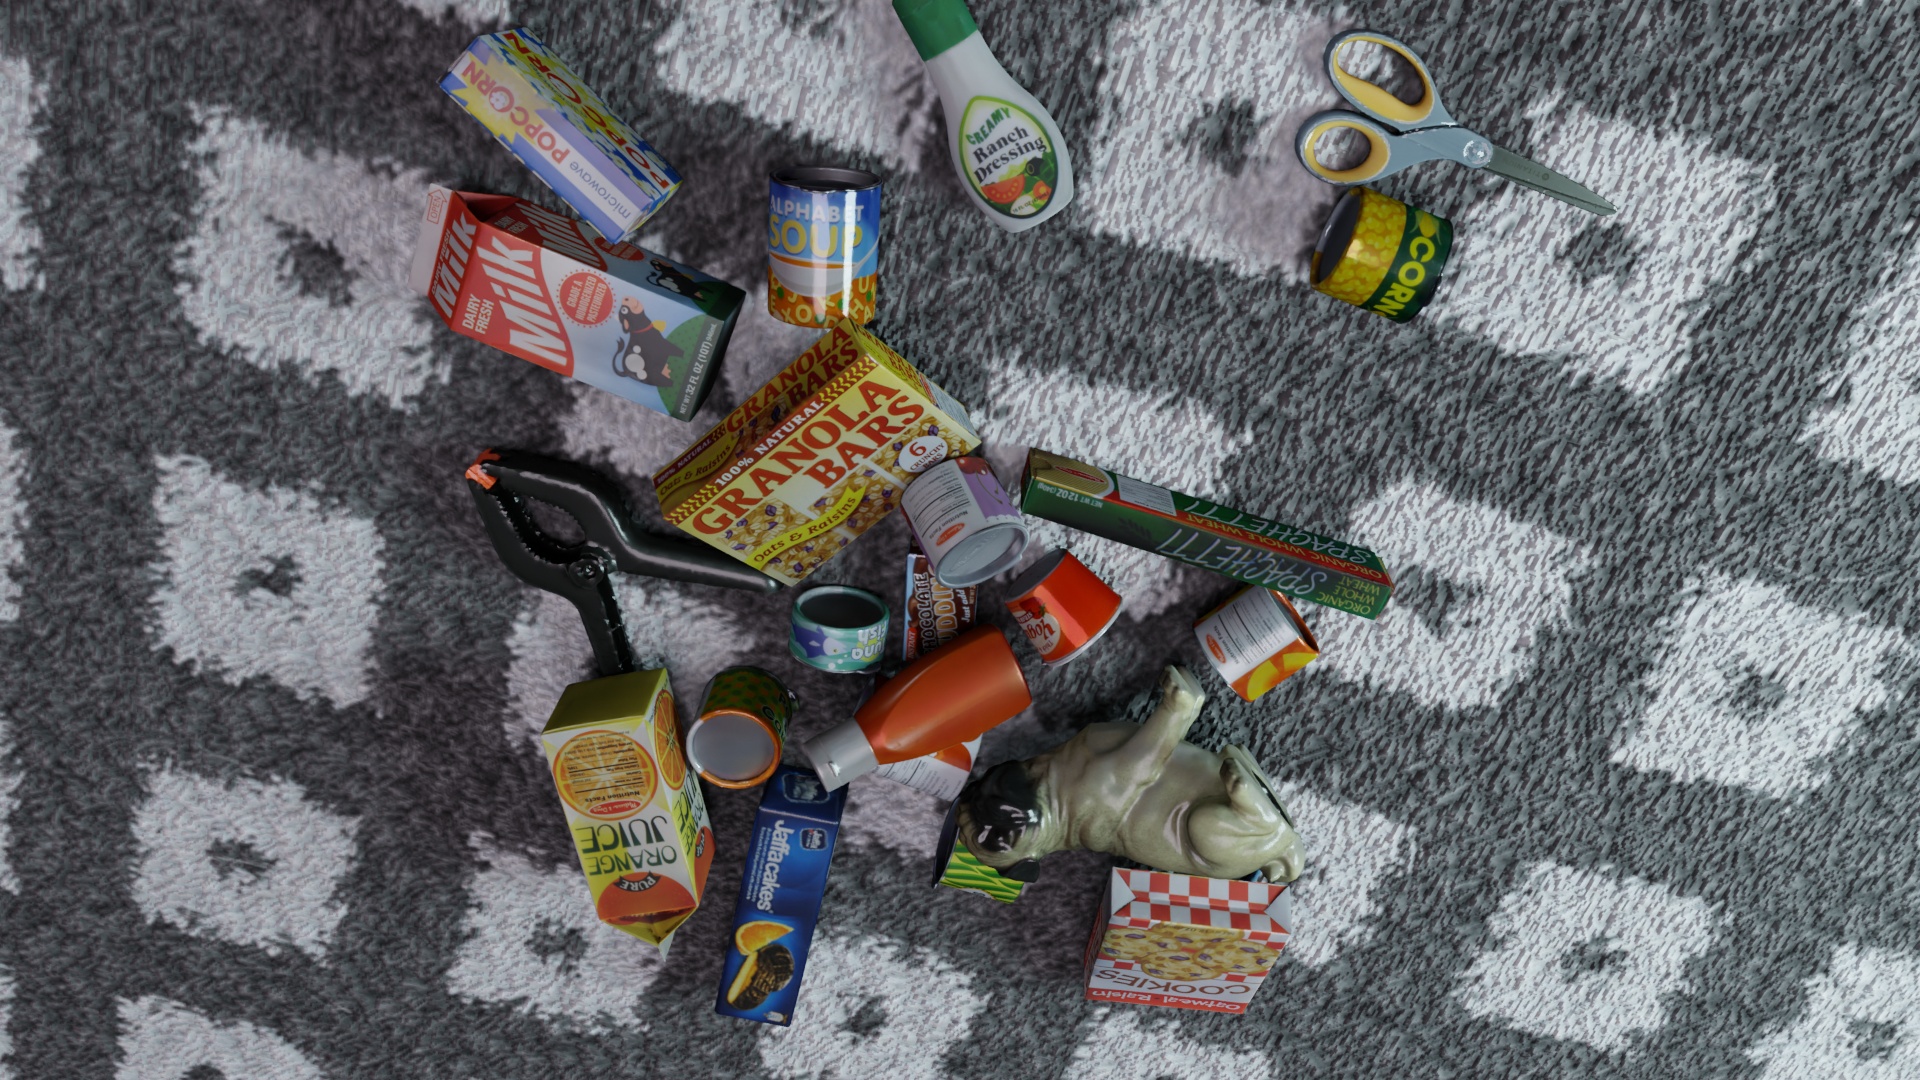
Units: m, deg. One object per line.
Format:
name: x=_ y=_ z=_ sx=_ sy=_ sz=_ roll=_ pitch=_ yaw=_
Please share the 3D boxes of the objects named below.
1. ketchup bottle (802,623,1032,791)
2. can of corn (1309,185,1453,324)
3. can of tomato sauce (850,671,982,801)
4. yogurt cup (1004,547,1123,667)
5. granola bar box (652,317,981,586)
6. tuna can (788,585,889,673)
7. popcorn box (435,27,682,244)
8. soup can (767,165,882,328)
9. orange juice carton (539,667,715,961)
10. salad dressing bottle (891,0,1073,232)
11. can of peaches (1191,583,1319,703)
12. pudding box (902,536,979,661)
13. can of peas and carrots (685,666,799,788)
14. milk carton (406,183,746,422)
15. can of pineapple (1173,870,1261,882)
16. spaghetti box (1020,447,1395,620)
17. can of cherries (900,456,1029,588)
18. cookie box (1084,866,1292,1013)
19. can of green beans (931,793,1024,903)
ketchup bottle: x=-0.030 y=0.114 z=0.912 sx=0.149 sy=0.043 sz=0.064 roll=-27 pitch=104 yaw=-12
can of corn: x=0.247 y=-0.167 z=0.818 sx=0.058 sy=0.071 sz=0.071 roll=20 pitch=114 yaw=-6
can of tomato sauce: x=-0.033 y=0.135 z=0.968 sx=0.083 sy=0.071 sz=0.071 roll=22 pitch=113 yaw=-8
yogurt cup: x=0.066 y=0.042 z=0.924 sx=0.072 sy=0.072 sz=0.054 roll=-39 pitch=100 yaw=17
granola bar box: x=-0.089 y=-0.051 z=0.868 sx=0.165 sy=0.039 sz=0.124 roll=-37 pitch=142 yaw=17
tuna can: x=-0.080 y=0.060 z=0.932 sx=0.071 sy=0.071 sz=0.032 roll=7 pitch=114 yaw=-1
popcorn box: x=-0.225 y=-0.232 z=0.796 sx=0.126 sy=0.085 sz=0.038 roll=43 pitch=108 yaw=-15
soup can: x=-0.082 y=-0.174 z=0.825 sx=0.071 sy=0.071 sz=0.083 roll=4 pitch=115 yaw=0
orange juice carton: x=-0.221 y=0.192 z=0.958 sx=0.073 sy=0.072 sz=0.192 roll=-9 pitch=111 yaw=3
salad dressing bottle: x=0.012 y=-0.252 z=0.802 sx=0.064 sy=0.044 sz=0.147 roll=-27 pitch=111 yaw=14
can of peaches: x=0.198 y=0.066 z=0.930 sx=0.058 sy=0.071 sz=0.071 roll=-38 pitch=108 yaw=17
pudding box: x=-0.013 y=0.041 z=0.943 sx=0.050 sy=0.030 sz=0.083 roll=4 pitch=114 yaw=0
can of peas and carrots: x=-0.152 y=0.131 z=0.973 sx=0.071 sy=0.059 sz=0.070 roll=1 pitch=115 yaw=2
milk carton: x=-0.236 y=-0.148 z=0.841 sx=0.191 sy=0.074 sz=0.072 roll=21 pitch=114 yaw=-7
can of pineapple: x=0.182 y=0.212 z=0.998 sx=0.071 sy=0.058 sz=0.070 roll=1 pitch=114 yaw=2
spaghetti box: x=0.160 y=-0.004 z=0.906 sx=0.250 sy=0.050 sz=0.028 roll=17 pitch=116 yaw=-6
can of cherries: x=0.003 y=-0.011 z=0.890 sx=0.071 sy=0.058 sz=0.071 roll=-22 pitch=152 yaw=-13
cookie box: x=0.159 y=0.292 z=1.007 sx=0.123 sy=0.040 sz=0.166 roll=6 pitch=143 yaw=1
can of green beans: x=0.018 y=0.223 z=1.005 sx=0.058 sy=0.071 sz=0.071 roll=18 pitch=114 yaw=-7
